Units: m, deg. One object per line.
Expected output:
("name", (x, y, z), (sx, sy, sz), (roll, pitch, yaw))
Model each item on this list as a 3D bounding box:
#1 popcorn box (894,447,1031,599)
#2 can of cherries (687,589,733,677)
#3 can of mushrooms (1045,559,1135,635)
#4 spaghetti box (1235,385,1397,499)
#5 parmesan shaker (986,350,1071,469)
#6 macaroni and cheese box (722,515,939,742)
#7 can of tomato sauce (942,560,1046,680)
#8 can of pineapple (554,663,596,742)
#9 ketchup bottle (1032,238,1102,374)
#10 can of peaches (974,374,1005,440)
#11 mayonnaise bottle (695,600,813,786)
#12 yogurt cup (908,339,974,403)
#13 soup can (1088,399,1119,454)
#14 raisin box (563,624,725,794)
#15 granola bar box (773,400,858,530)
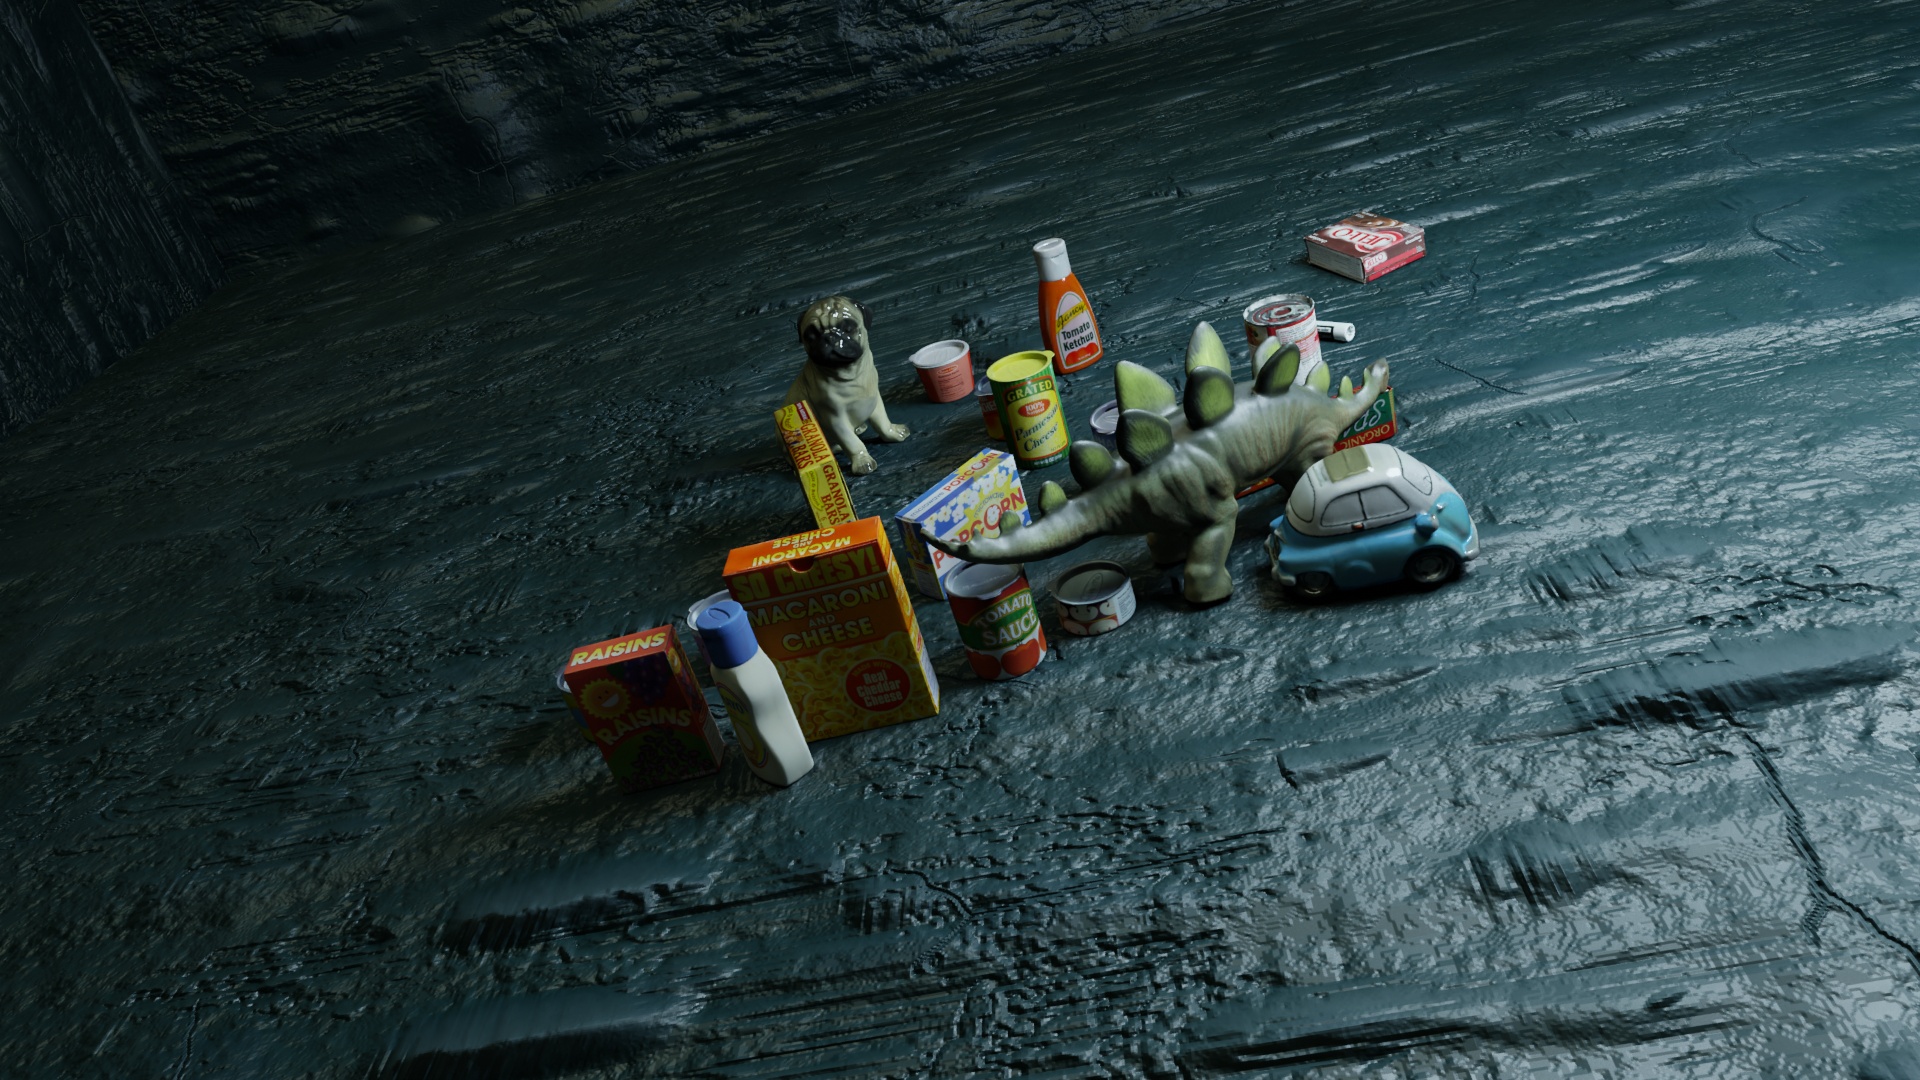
("popcorn box", (0.004, -0.016, 1.260), (0.038, 0.085, 0.127), (14, 41, 44))
("can of cherries", (-0.201, 0.083, 1.227), (0.071, 0.058, 0.072), (-13, 29, 8))
("can of mushrooms", (0.108, 0.047, 1.148), (0.071, 0.033, 0.071), (-13, 29, 7))
("spaghetti box", (0.278, -0.078, 1.256), (0.250, 0.050, 0.029), (-22, 29, -8))
("parmesan shaker", (0.074, -0.133, 1.409), (0.071, 0.102, 0.071), (-13, 29, 8))
("macaroni and cheese box", (-0.097, 0.073, 1.076), (0.124, 0.165, 0.040), (-13, 29, 8))
("can of tomato sauce", (0.029, 0.061, 1.114), (0.071, 0.082, 0.071), (-13, 29, 8))
("can of pineapple", (-0.307, 0.132, 1.199), (0.071, 0.057, 0.071), (-13, 29, 8))
("ketchup bottle", (0.116, -0.266, 1.572), (0.065, 0.148, 0.043), (-26, 30, -15))
("can of peaches", (0.052, -0.146, 1.491), (0.071, 0.057, 0.071), (-13, 29, 8))
("mayonnaise bottle", (-0.159, 0.116, 1.054), (0.041, 0.147, 0.065), (-35, 33, -29))
("yogurt cup", (-0.017, -0.196, 1.620), (0.072, 0.053, 0.073), (-13, 29, 8))
("soup can", (0.159, -0.082, 1.293), (0.071, 0.083, 0.072), (-13, 29, 8))
("raisin box", (-0.247, 0.134, 1.095), (0.086, 0.123, 0.040), (-14, 29, 7))
("granola bar box", (-0.135, -0.051, 1.357), (0.039, 0.123, 0.166), (-21, 29, -6))
